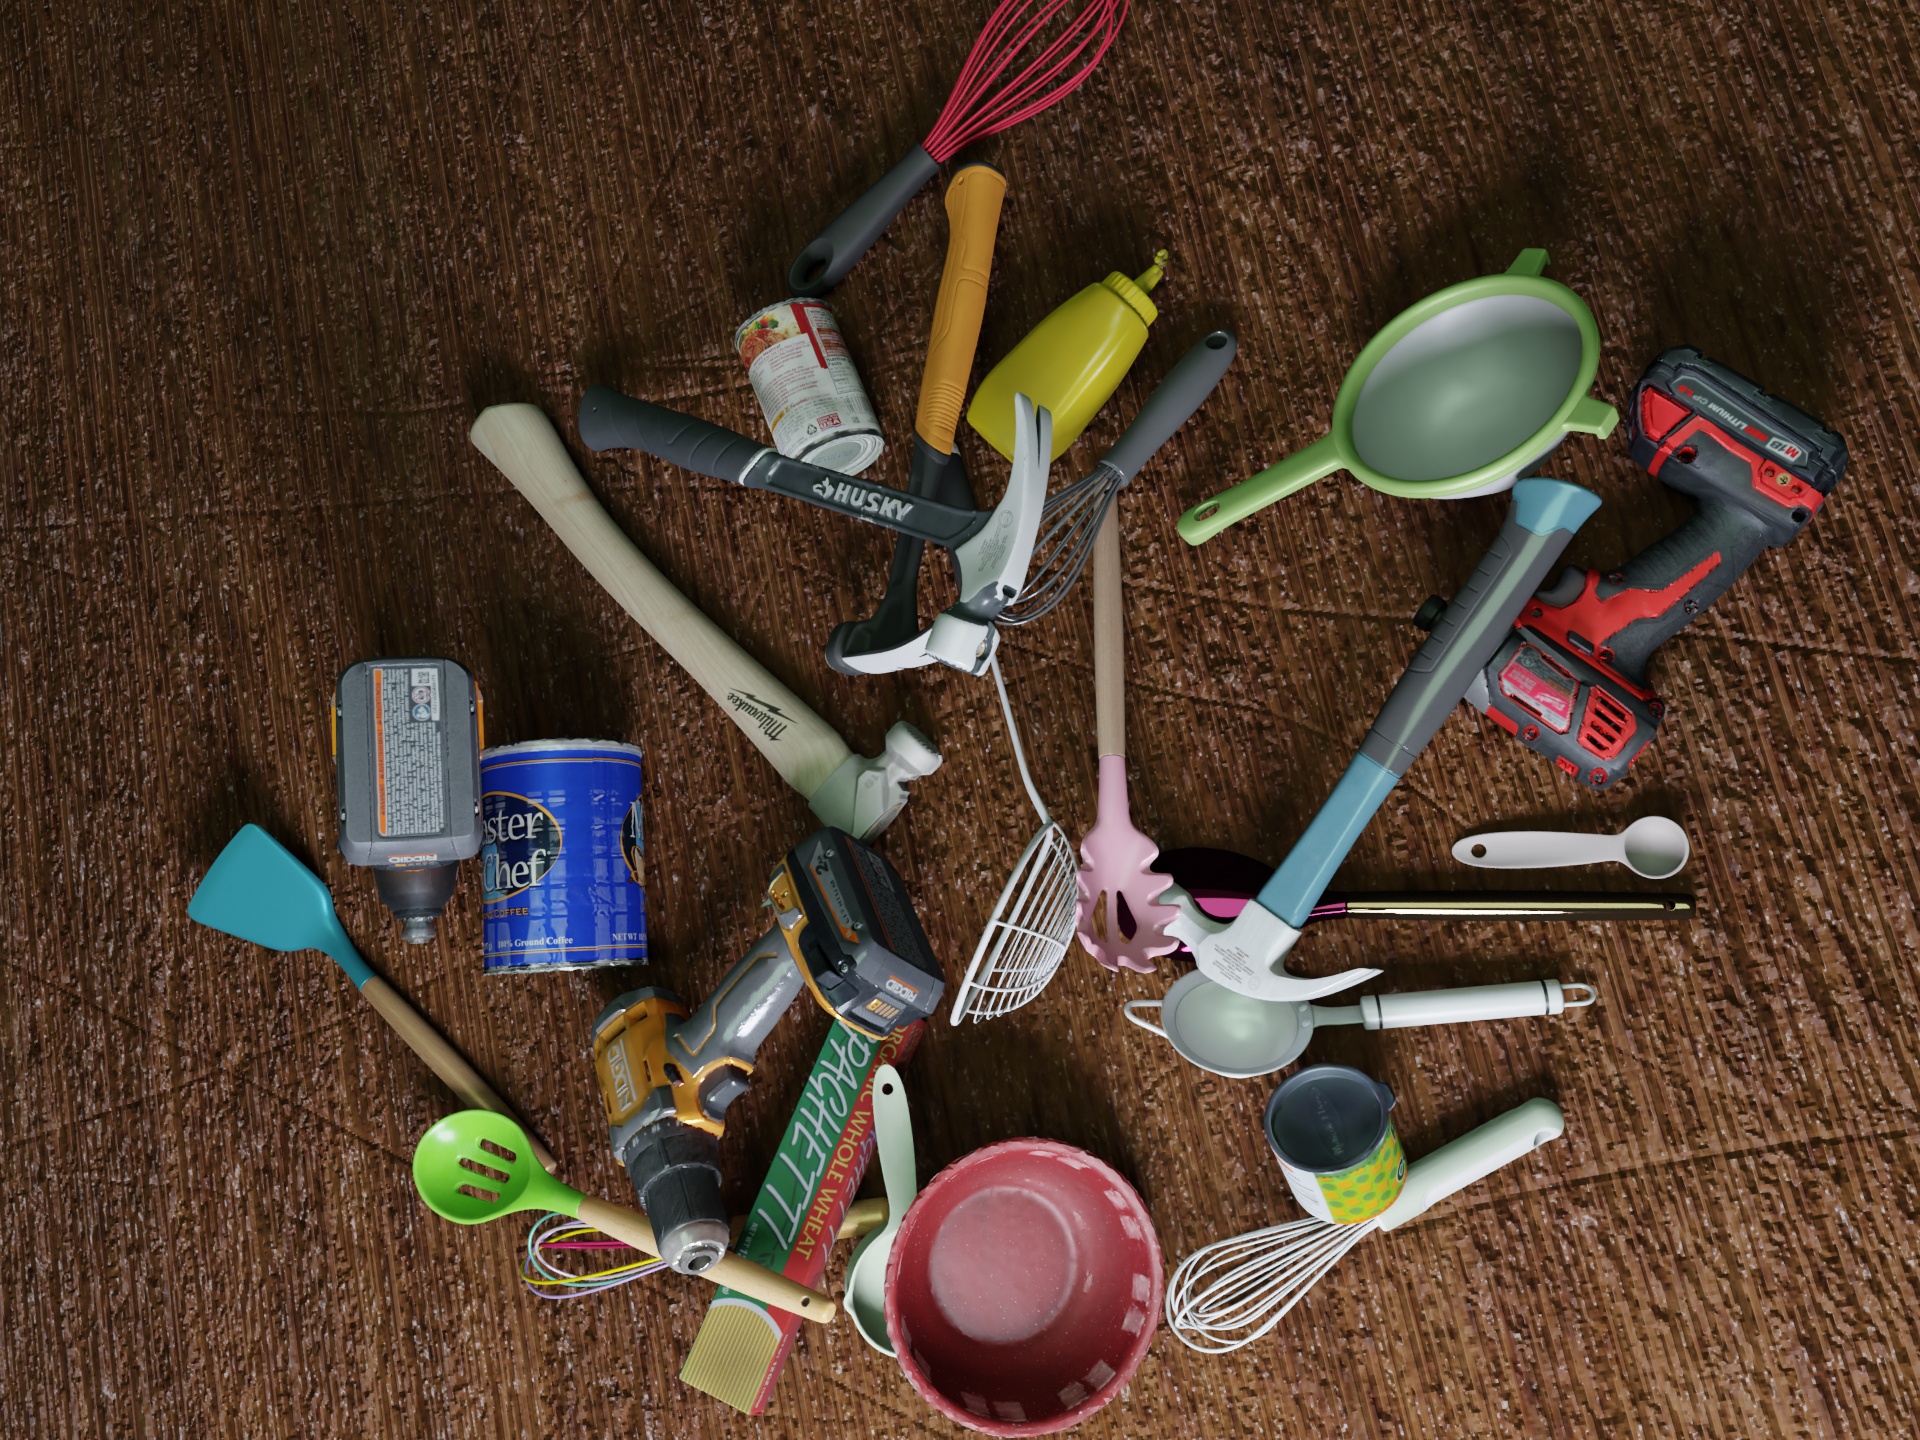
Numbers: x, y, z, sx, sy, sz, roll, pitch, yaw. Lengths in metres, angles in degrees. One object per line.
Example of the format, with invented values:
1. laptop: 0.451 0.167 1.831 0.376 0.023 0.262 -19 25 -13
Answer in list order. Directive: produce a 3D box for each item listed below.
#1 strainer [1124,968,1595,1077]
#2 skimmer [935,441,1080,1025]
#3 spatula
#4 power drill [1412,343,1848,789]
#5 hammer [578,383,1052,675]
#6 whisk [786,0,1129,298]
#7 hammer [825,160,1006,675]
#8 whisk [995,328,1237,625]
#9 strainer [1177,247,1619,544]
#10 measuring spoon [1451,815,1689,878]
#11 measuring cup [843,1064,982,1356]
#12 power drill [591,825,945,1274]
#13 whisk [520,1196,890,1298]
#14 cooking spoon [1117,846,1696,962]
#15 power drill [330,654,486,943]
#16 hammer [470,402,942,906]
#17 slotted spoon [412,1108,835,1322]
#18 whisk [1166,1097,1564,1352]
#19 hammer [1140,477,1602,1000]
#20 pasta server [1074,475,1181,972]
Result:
1. strainer: 0.224 0.168 0.898 0.258 0.050 0.087 -7 36 9
2. skimmer: -0.002 -0.003 0.959 0.090 0.127 0.364 -12 70 -4
3. spatula: -0.387 0.196 1.065 0.318 0.044 0.082 39 96 16
4. power drill: 0.363 -0.087 0.879 0.143 0.078 0.219 38 96 18
5. hammer: -0.108 -0.155 0.962 0.409 0.036 0.149 24 92 40
6. whisk: -0.006 -0.382 1.036 0.296 0.073 0.073 -42 74 13
7. hammer: -0.010 -0.194 0.979 0.127 0.034 0.337 -8 67 52
8. whisk: 0.091 -0.151 0.962 0.055 0.055 0.239 37 78 17
9. strainer: 0.251 -0.153 0.924 0.256 0.069 0.152 -26 46 27
10. measuring spoon: 0.341 0.072 0.894 0.124 0.018 0.034 -3 81 22
11. measuring cup: -0.037 0.287 0.941 0.083 0.038 0.168 -6 83 -14
12. power drill: -0.118 0.194 0.932 0.226 0.084 0.186 -41 43 13
13. whisk: -0.159 0.318 0.987 0.245 0.047 0.051 -11 78 10
14. cooking spoon: 0.247 0.105 0.911 0.319 0.017 0.069 -2 77 15
15. power drill: -0.341 0.053 0.991 0.084 0.226 0.164 -2 81 -19
16. hammer: -0.198 -0.062 1.053 0.411 0.038 0.146 45 97 17
17. slotted spoon: -0.207 0.304 0.957 0.314 0.031 0.070 11 66 29
18. whisk: 0.223 0.276 0.881 0.246 0.057 0.059 -31 45 5
19. hammer: 0.235 0.011 0.868 0.128 0.033 0.331 37 101 30
20. pasta server: 0.091 -0.006 0.934 0.060 0.040 0.316 5 69 -11
